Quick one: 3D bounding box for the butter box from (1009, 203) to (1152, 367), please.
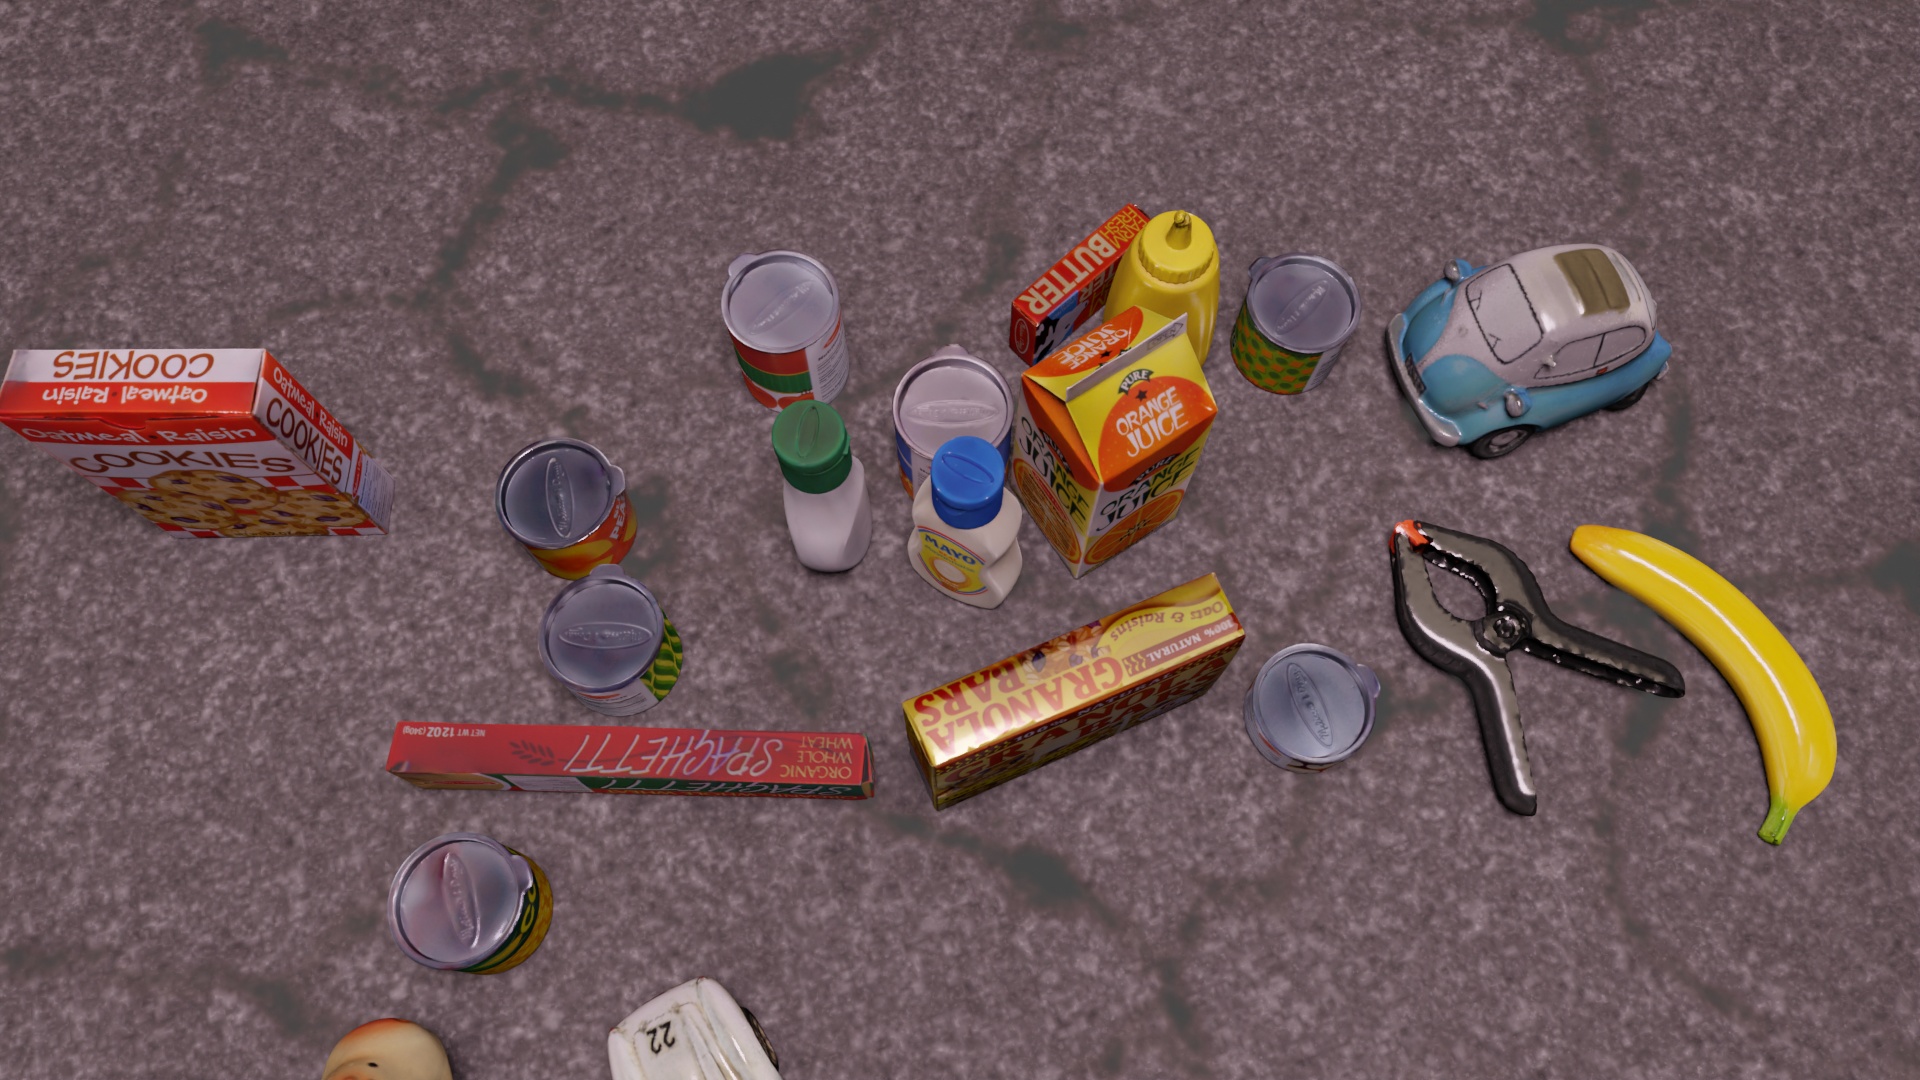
[{"bbox_3d":[0.073,-0.155,0.840,0.104,0.053,0.024,-42,75,-14],"label":"butter box"}]

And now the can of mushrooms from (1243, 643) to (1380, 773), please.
[{"bbox_3d":[0.192,0.092,0.758,0.071,0.033,0.071,0,69,0],"label":"can of mushrooms"}]

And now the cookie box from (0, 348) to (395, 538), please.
[{"bbox_3d":[-0.394,-0.046,0.736,0.123,0.167,0.040,-1,70,-1],"label":"cookie box"}]

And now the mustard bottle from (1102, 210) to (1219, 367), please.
[{"bbox_3d":[0.116,-0.141,0.778,0.065,0.159,0.049,6,70,2],"label":"mustard bottle"}]

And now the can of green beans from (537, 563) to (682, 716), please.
[{"bbox_3d":[-0.189,0.058,0.756,0.071,0.057,0.071,0,70,0],"label":"can of green beans"}]

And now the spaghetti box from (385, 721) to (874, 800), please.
[{"bbox_3d":[-0.170,0.118,0.738,0.250,0.050,0.029,1,70,0],"label":"spaghetti box"}]

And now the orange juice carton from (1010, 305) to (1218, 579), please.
[{"bbox_3d":[0.077,-0.055,0.728,0.072,0.192,0.073,-31,73,-11],"label":"orange juice carton"}]

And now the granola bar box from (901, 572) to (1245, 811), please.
[{"bbox_3d":[0.055,0.082,0.713,0.166,0.123,0.039,-22,71,-8],"label":"granola bar box"}]

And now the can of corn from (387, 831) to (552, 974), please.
[{"bbox_3d":[-0.245,0.185,0.707,0.071,0.058,0.071,0,70,0],"label":"can of corn"}]

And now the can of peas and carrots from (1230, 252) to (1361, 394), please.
[{"bbox_3d":[0.196,-0.130,0.829,0.071,0.058,0.071,0,70,0],"label":"can of peas and carrots"}]

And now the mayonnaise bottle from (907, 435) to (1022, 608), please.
[{"bbox_3d":[0.003,-0.009,0.734,0.065,0.147,0.041,28,72,10],"label":"mayonnaise bottle"}]

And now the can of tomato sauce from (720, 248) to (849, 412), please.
[{"bbox_3d":[-0.102,-0.121,0.810,0.071,0.082,0.071,0,70,0],"label":"can of tomato sauce"}]

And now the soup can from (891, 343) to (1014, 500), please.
[{"bbox_3d":[-0.004,-0.060,0.788,0.071,0.083,0.071,0,70,0],"label":"soup can"}]

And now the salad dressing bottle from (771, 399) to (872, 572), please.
[{"bbox_3d":[-0.073,-0.028,0.741,0.044,0.147,0.064,8,70,3],"label":"salad dressing bottle"}]

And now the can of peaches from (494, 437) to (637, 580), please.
[{"bbox_3d":[-0.219,-0.017,0.784,0.071,0.058,0.071,0,70,0],"label":"can of peaches"}]
